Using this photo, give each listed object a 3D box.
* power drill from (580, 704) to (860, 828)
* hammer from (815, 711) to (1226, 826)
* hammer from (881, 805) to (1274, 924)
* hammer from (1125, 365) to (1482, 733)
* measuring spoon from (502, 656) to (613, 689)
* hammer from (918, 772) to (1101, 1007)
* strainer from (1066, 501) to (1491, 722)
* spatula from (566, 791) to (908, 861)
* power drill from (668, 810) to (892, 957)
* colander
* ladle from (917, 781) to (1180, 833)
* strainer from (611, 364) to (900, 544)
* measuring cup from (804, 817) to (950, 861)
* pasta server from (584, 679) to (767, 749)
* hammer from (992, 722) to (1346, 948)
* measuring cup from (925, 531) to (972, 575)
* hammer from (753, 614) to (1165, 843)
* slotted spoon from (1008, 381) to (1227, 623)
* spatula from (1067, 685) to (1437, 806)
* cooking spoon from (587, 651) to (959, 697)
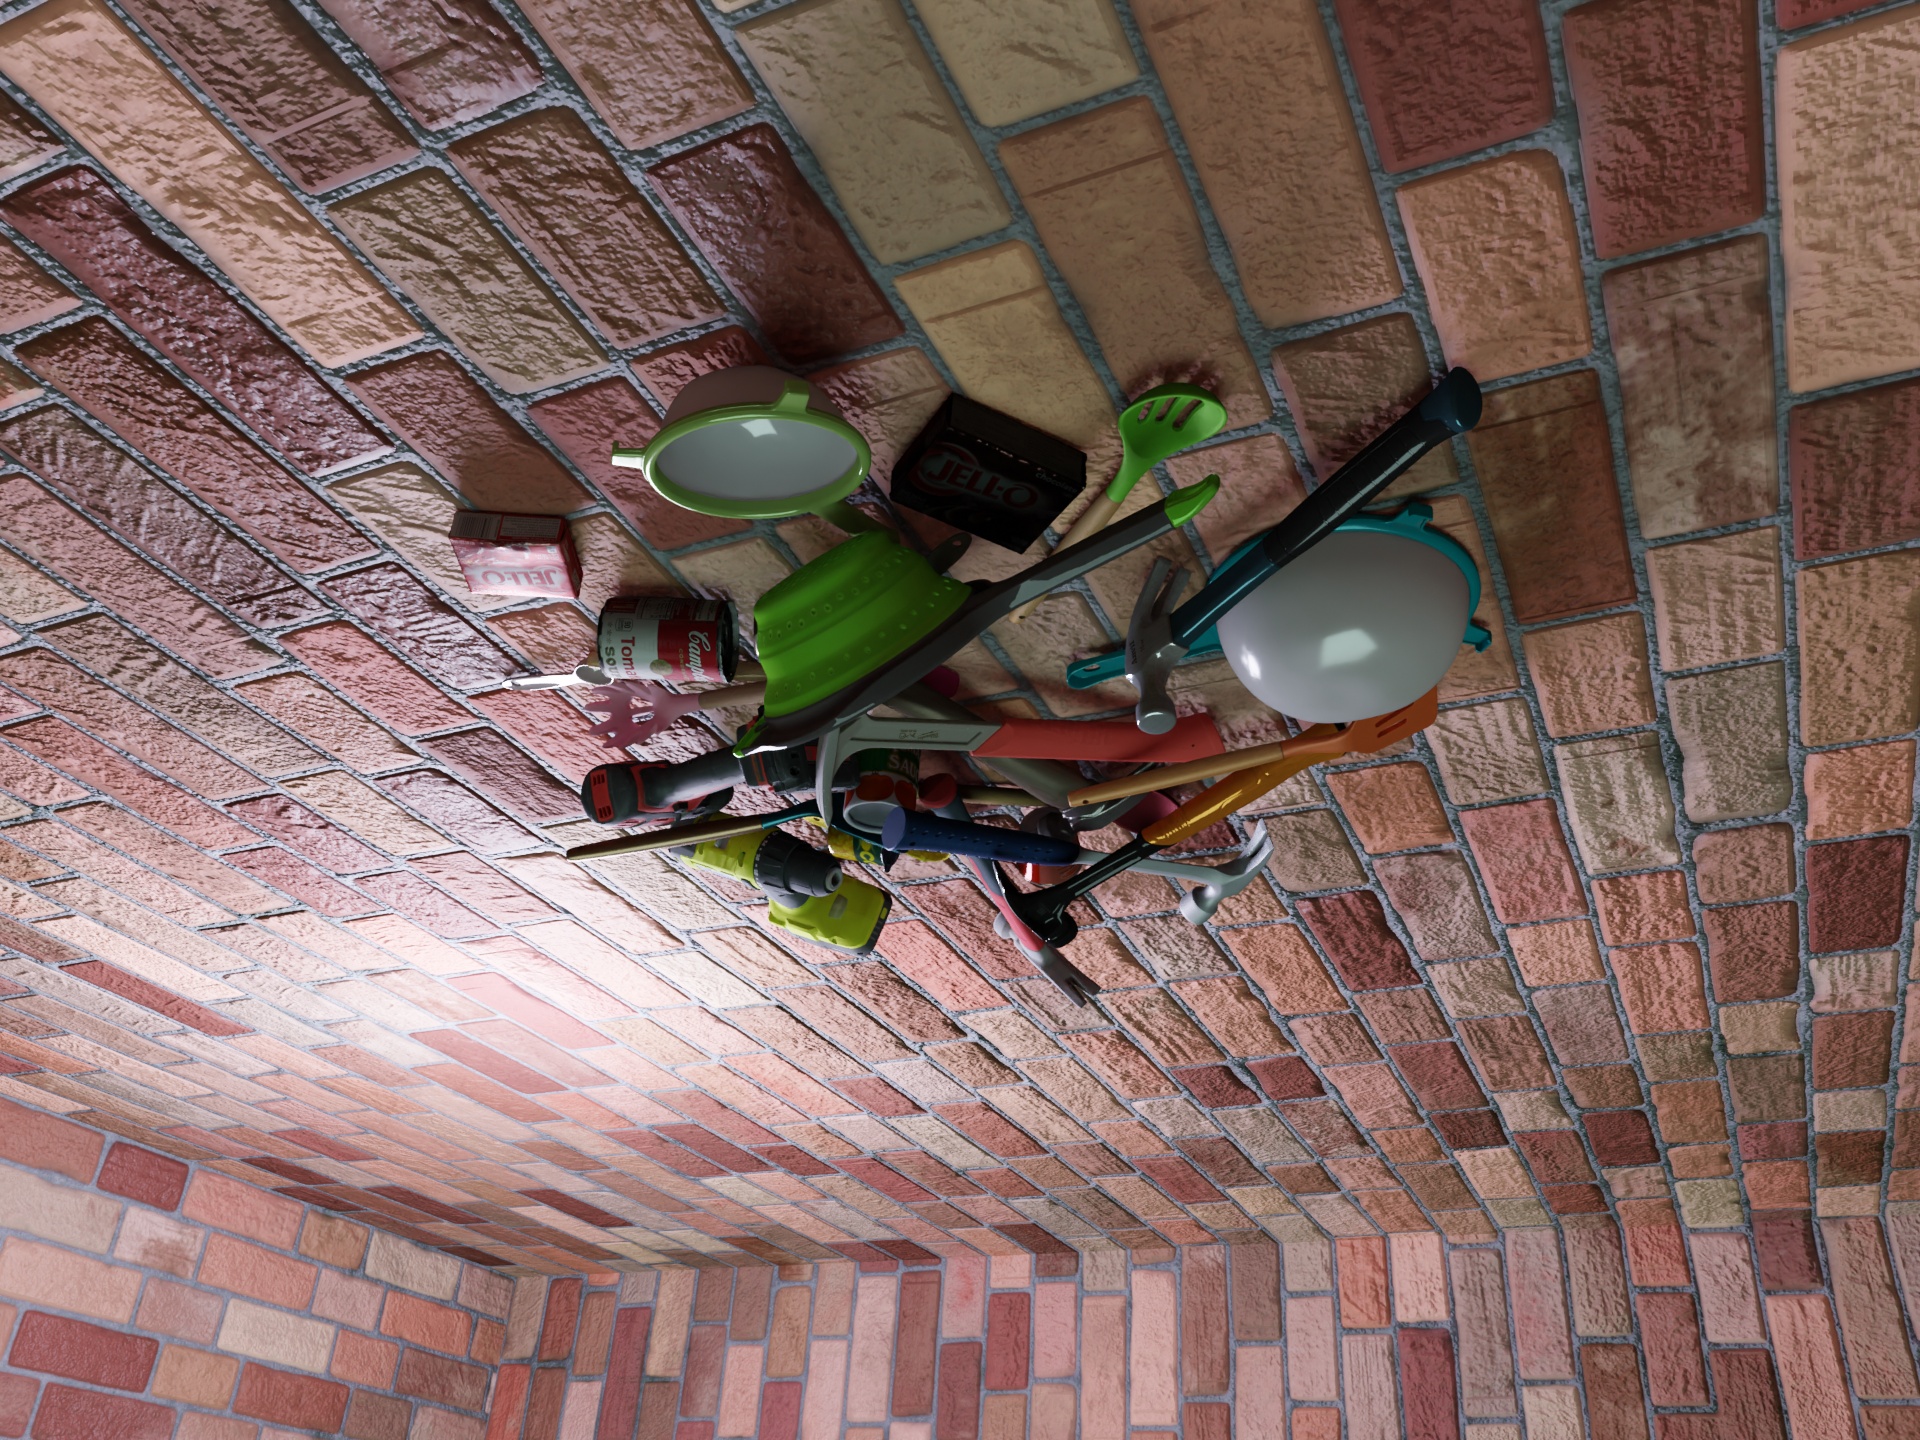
[{"bbox_3d":[-0.204,0.048,1.440,0.227,0.080,0.187,-16,172,25],"label":"power drill"},{"bbox_3d":[0.057,0.024,1.357,0.359,0.037,0.149,2,116,-19],"label":"hammer"},{"bbox_3d":[0.115,0.122,1.475,0.405,0.035,0.144,11,137,-31],"label":"hammer"},{"bbox_3d":[0.230,-0.125,1.117,0.033,0.128,0.331,23,135,-29],"label":"hammer"},{"bbox_3d":[-0.356,-0.042,1.405,0.124,0.018,0.034,-6,148,28],"label":"measuring spoon"},{"bbox_3d":[0.044,0.168,1.589,0.038,0.143,0.385,-43,146,-9],"label":"hammer"},{"bbox_3d":[0.238,-0.044,1.249,0.340,0.095,0.210,-15,144,26],"label":"strainer"},{"bbox_3d":[-0.208,0.108,1.483,0.317,0.082,0.044,-9,125,0],"label":"spatula"},{"bbox_3d":[-0.163,0.163,1.595,0.191,0.080,0.228,13,162,31],"label":"power drill"},{"bbox_3d":[-0.013,-0.104,1.105,0.397,0.204,0.094,-26,104,24],"label":"colander"},{"bbox_3d":[0.058,0.076,1.533,0.315,0.031,0.069,4,135,4],"label":"ladle"},{"bbox_3d":[-0.112,-0.184,1.106,0.151,0.069,0.256,-14,162,24],"label":"strainer"},{"bbox_3d":[-0.082,0.106,1.610,0.156,0.029,0.062,13,149,7],"label":"measuring cup"},{"bbox_3d":[-0.203,-0.018,1.339,0.316,0.060,0.040,-7,-175,40],"label":"pasta server"},{"bbox_3d":[0.192,0.088,1.413,0.337,0.034,0.127,-32,136,11],"label":"hammer"},{"bbox_3d":[-0.046,-0.111,1.234,0.083,0.038,0.167,26,136,-30],"label":"measuring cup"},{"bbox_3d":[-0.002,-0.004,1.377,0.410,0.038,0.146,29,127,-33],"label":"hammer"},{"bbox_3d":[0.099,-0.151,1.155,0.070,0.031,0.313,8,151,-19],"label":"slotted spoon"},{"bbox_3d":[0.247,0.024,1.352,0.322,0.041,0.080,-14,134,10],"label":"spatula"},{"bbox_3d":[-0.160,-0.040,1.371,0.319,0.017,0.068,4,149,-6],"label":"cooking spoon"}]
